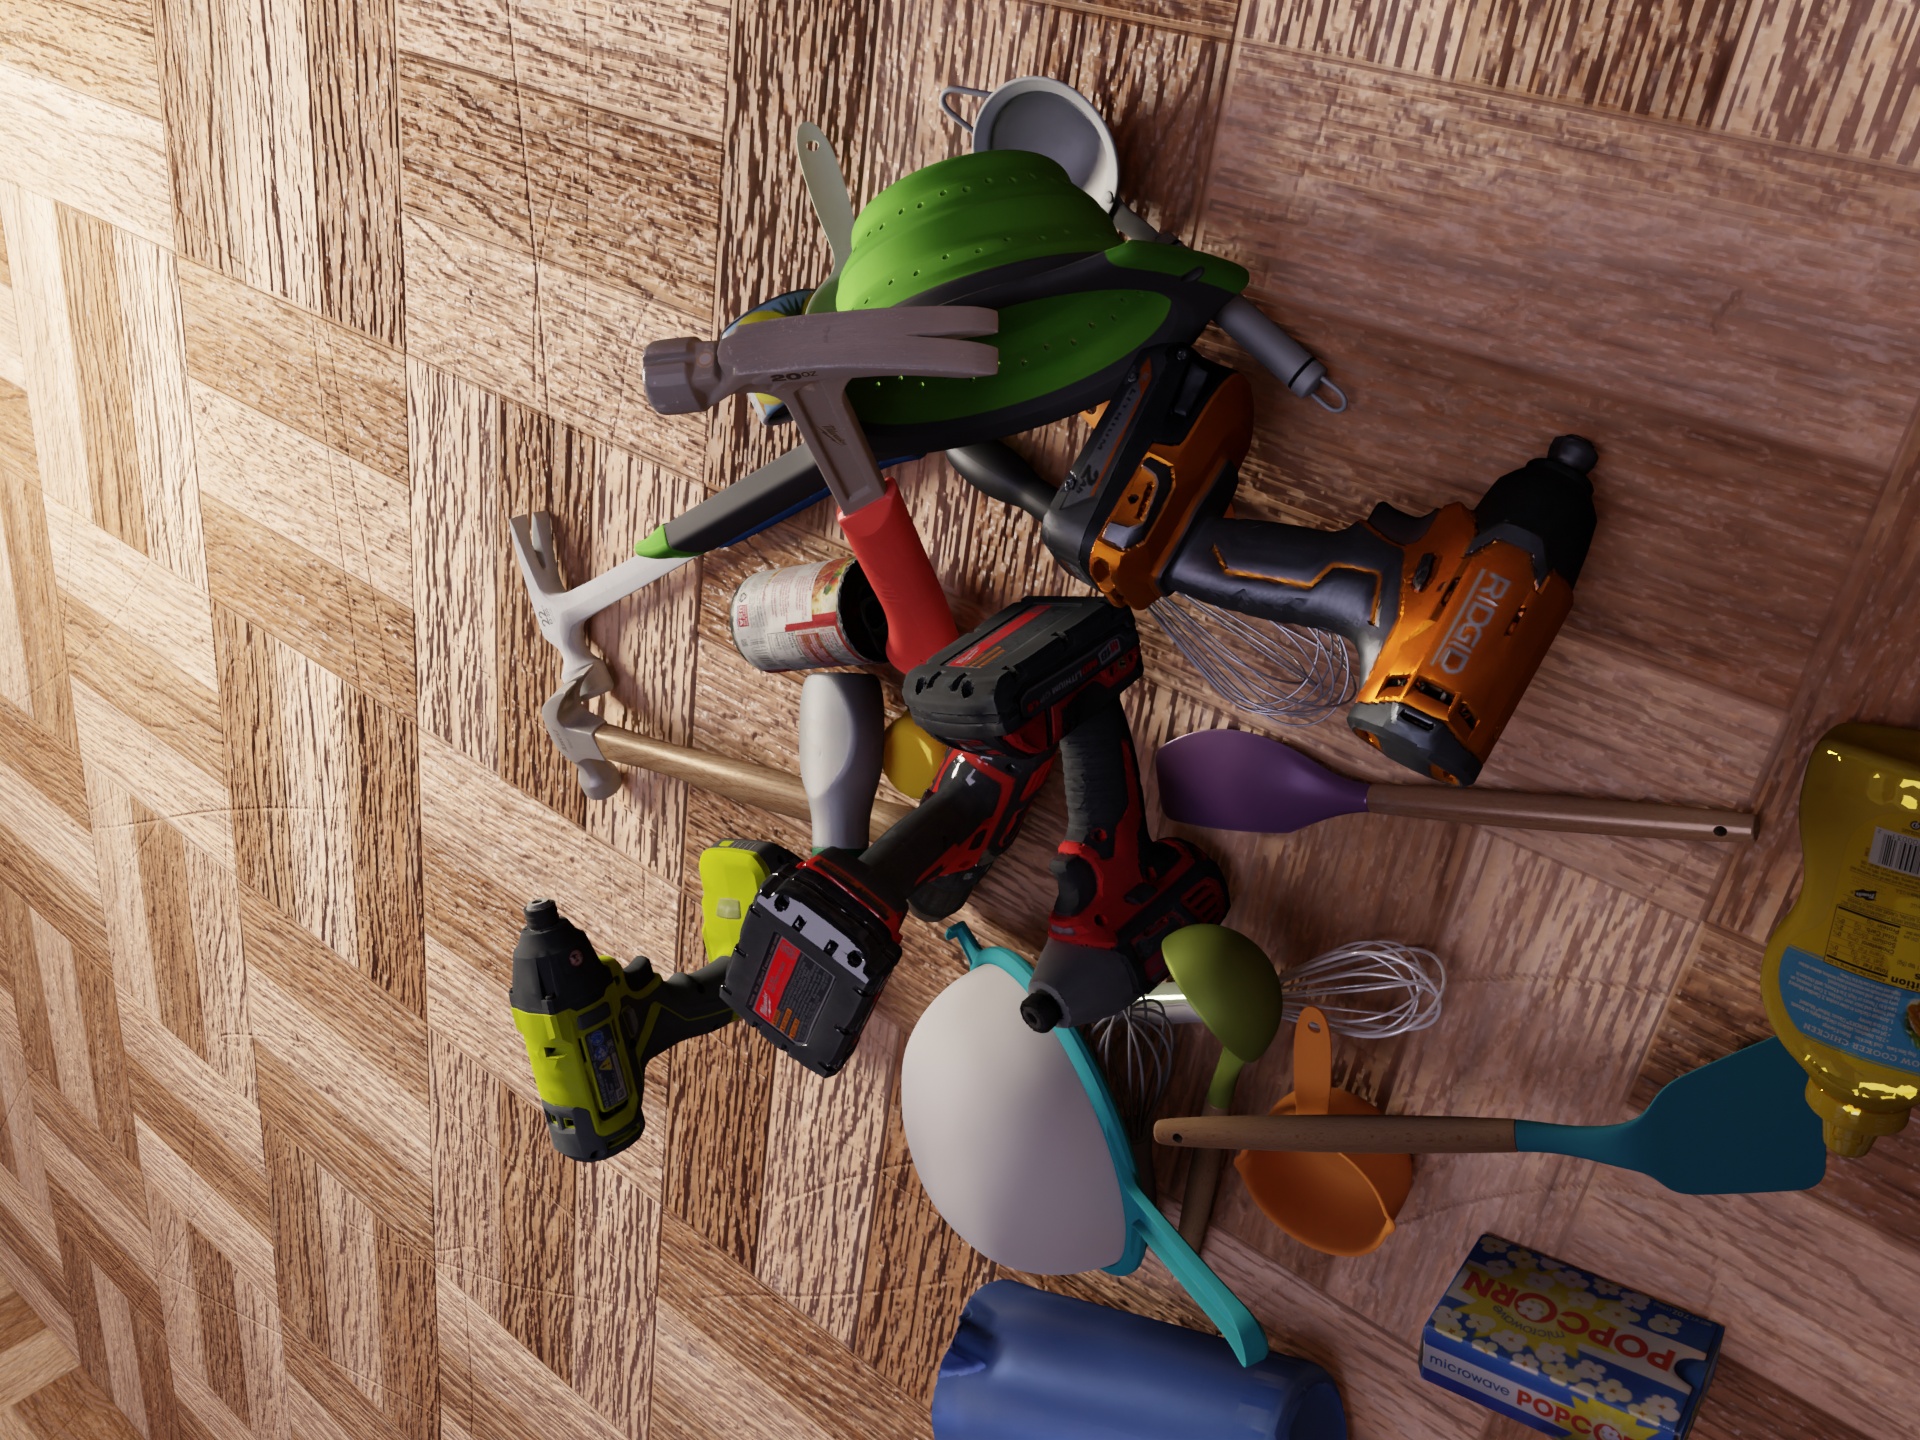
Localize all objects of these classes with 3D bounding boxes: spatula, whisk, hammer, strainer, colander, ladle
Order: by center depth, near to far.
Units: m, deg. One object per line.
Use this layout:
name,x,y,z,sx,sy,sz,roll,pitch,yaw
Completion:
spatula,0.250,0.201,0.788,0.317,0.044,0.082,-6,106,26
strainer,0.096,-0.239,0.796,0.258,0.050,0.086,44,143,10
spatula,0.233,0.039,0.808,0.316,0.018,0.059,4,109,40
hammer,-0.031,-0.096,0.808,0.149,0.358,0.037,-2,71,9
colander,-0.049,-0.186,0.820,0.397,0.204,0.094,-21,81,40
whisk,0.093,-0.086,0.853,0.285,0.070,0.070,38,128,29
whisk,0.164,0.158,0.898,0.246,0.059,0.057,-15,125,46
strainer,0.045,0.269,0.906,0.341,0.095,0.210,-144,39,-61
ladle,0.133,0.234,0.907,0.078,0.062,0.319,-114,19,-46
whisk,0.102,0.246,0.960,0.055,0.055,0.238,22,136,32
hammer,-0.174,-0.130,1.066,0.405,0.035,0.144,-20,95,43
hammer,-0.166,0.037,1.111,0.331,0.031,0.129,14,141,30

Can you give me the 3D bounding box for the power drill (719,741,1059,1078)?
power drill,-0.037,0.100,0.920,0.080,0.227,0.187,36,135,11

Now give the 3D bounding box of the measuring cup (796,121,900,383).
measuring cup,-0.065,-0.259,0.910,0.038,0.083,0.168,126,127,-80

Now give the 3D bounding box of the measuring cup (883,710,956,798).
measuring cup,-0.002,-0.003,0.977,0.062,0.029,0.156,53,134,10

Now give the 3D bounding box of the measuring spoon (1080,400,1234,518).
measuring spoon,0.100,-0.141,0.850,0.117,0.011,0.021,45,130,17

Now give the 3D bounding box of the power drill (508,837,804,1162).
power drill,-0.199,0.170,1.081,0.080,0.223,0.171,0,108,39

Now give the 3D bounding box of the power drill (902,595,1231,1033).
power drill,0.059,0.054,0.848,0.079,0.143,0.219,6,124,51

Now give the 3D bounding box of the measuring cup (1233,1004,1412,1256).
measuring cup,0.202,0.211,0.865,0.095,0.052,0.173,15,126,34

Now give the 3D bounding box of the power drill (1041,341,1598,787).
power drill,0.171,-0.090,0.737,0.227,0.084,0.164,30,88,22
